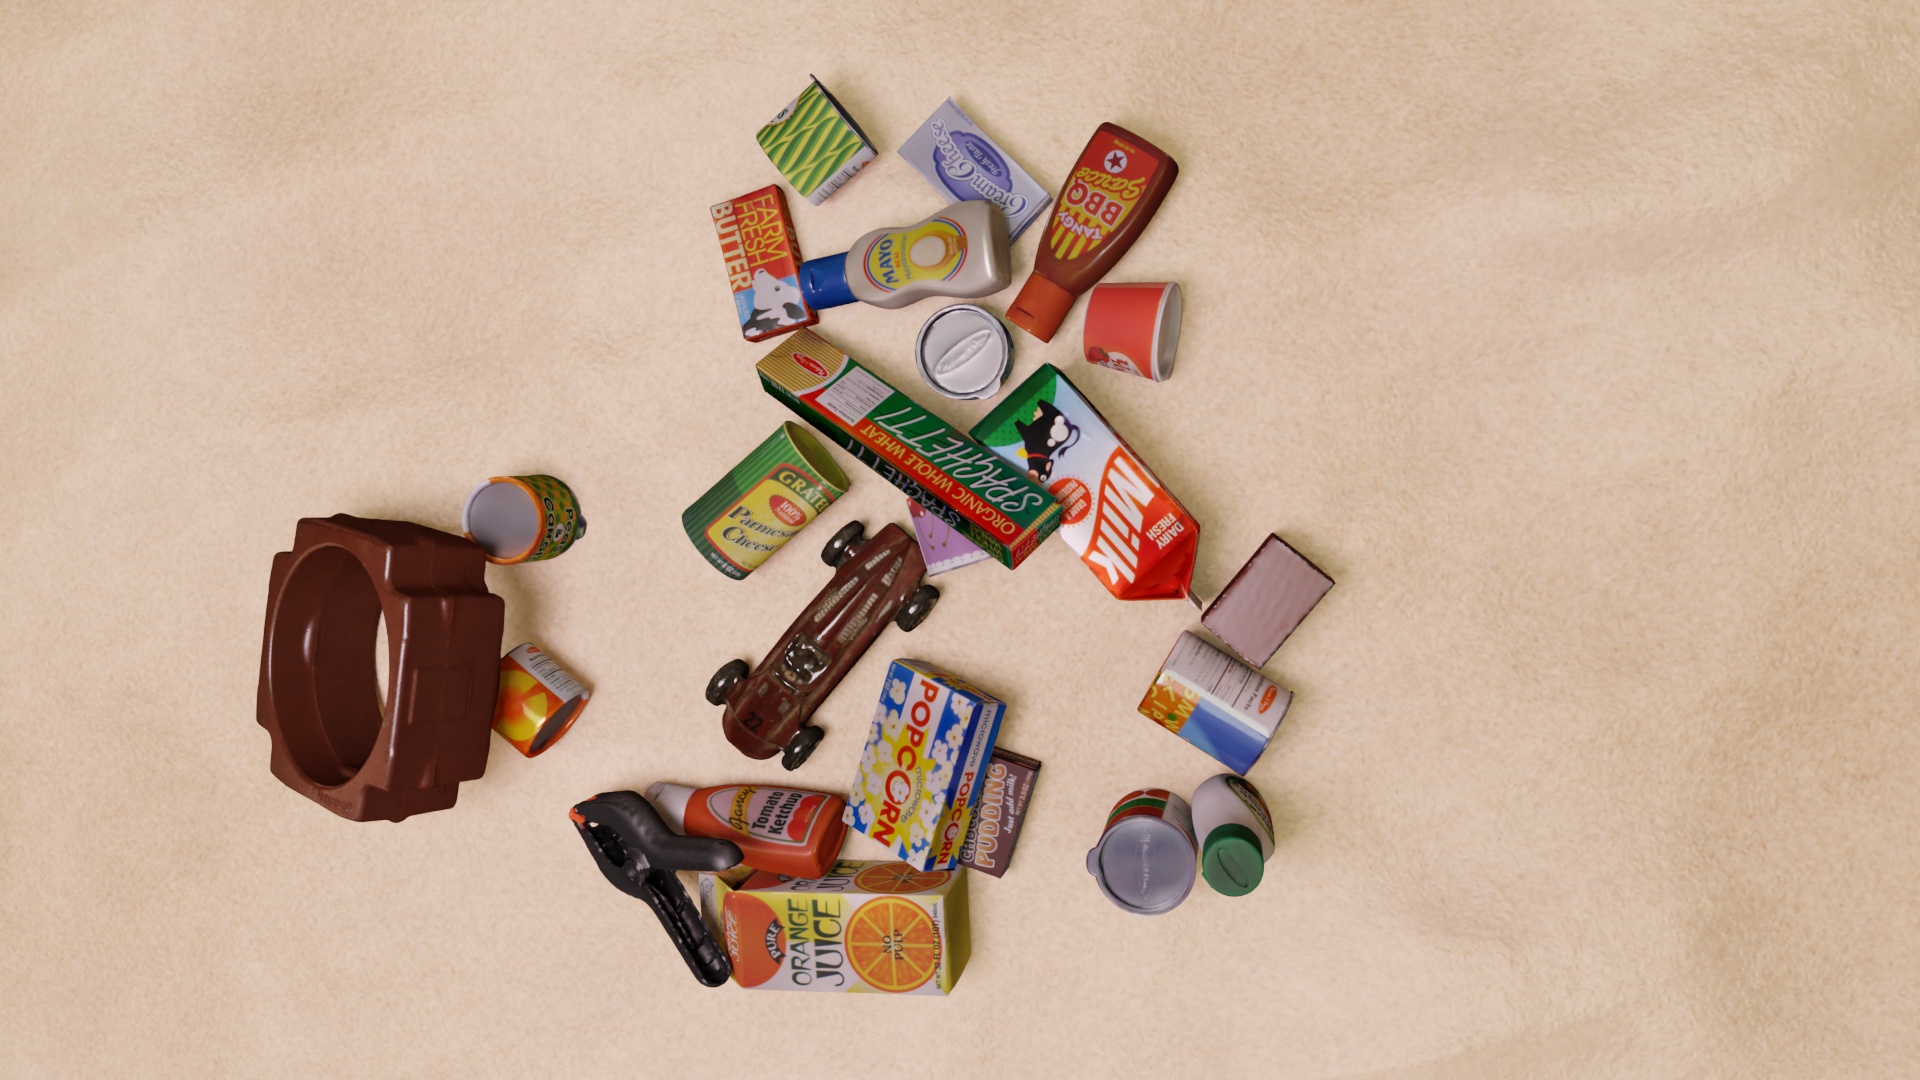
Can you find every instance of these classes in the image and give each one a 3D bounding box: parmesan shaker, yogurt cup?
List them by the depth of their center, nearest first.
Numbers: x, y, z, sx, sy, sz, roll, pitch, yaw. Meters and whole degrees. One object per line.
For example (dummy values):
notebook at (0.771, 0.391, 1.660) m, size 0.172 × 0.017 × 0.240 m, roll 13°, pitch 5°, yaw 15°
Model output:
yogurt cup at (0.116, -0.143, 0.936) m, size 0.054 × 0.072 × 0.072 m, roll 10°, pitch 95°, yaw 19°
parmesan shaker at (-0.138, -0.026, 0.991) m, size 0.103 × 0.071 × 0.071 m, roll -40°, pitch 85°, yaw 11°

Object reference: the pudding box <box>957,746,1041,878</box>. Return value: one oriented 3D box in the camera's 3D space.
pudding box at (0.021, 0.190, 0.985) m, size 0.050 × 0.030 × 0.083 m, roll 18°, pitch 96°, yaw 11°

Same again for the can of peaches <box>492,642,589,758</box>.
can of peaches at (-0.321, 0.121, 1.031) m, size 0.058 × 0.071 × 0.071 m, roll 37°, pitch 99°, yaw 7°

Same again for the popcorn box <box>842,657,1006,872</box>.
popcorn box at (-0.026, 0.156, 0.971) m, size 0.085 × 0.038 × 0.126 m, roll 22°, pitch 98°, yaw 39°

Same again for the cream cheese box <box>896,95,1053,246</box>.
cream cheese box at (0.011, -0.255, 0.971) m, size 0.104 × 0.024 × 0.053 m, roll 46°, pitch 101°, yaw 6°

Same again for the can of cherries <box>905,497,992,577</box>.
can of cherries at (0.003, -0.012, 0.961) m, size 0.071 × 0.071 × 0.058 m, roll -17°, pitch 88°, yaw 12°

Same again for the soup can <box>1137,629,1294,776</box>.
soup can at (0.170, 0.110, 0.936) m, size 0.084 × 0.071 × 0.071 m, roll 31°, pitch 98°, yaw 9°

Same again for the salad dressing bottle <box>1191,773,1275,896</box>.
salad dressing bottle at (0.176, 0.191, 0.894) m, size 0.044 × 0.148 × 0.064 m, roll -37°, pitch 86°, yaw 11°

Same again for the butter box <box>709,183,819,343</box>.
butter box at (-0.142, -0.200, 1.003) m, size 0.053 × 0.024 × 0.103 m, roll -15°, pitch 90°, yaw 12°

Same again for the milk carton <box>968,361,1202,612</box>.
milk carton at (0.099, -0.026, 0.939) m, size 0.073 × 0.072 × 0.190 m, roll -42°, pitch 85°, yaw 10°

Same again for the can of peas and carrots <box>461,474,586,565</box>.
can of peas and carrots at (-0.323, -0.015, 1.030) m, size 0.071 × 0.059 × 0.071 m, roll 1°, pitch 93°, yaw 12°

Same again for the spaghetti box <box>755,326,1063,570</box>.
spaghetti box at (-0.039, -0.066, 0.935) m, size 0.250 × 0.028 × 0.050 m, roll 36°, pitch 66°, yaw 28°

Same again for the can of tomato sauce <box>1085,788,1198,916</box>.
can of tomato sauce at (0.125, 0.209, 0.938) m, size 0.071 × 0.083 × 0.071 m, roll 1°, pitch 93°, yaw 11°

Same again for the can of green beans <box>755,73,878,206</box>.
can of green beans at (-0.100, -0.277, 0.971) m, size 0.057 × 0.071 × 0.071 m, roll -38°, pitch 85°, yaw 11°

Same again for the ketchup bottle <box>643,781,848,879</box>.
ketchup bottle at (-0.159, 0.204, 1.008) m, size 0.149 × 0.065 × 0.043 m, roll 5°, pitch 127°, yaw 19°

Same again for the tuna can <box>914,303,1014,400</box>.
tuna can at (0.005, -0.129, 0.973) m, size 0.071 × 0.033 × 0.071 m, roll 1°, pitch 93°, yaw 11°

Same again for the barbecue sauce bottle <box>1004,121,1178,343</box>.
barbecue sauce bottle at (0.084, -0.206, 0.948) m, size 0.065 × 0.044 × 0.148 m, roll 36°, pitch 99°, yaw 22°

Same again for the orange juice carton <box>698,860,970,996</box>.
orange juice carton at (-0.094, 0.273, 0.990) m, size 0.193 × 0.073 × 0.071 m, roll -2°, pitch 95°, yaw 12°

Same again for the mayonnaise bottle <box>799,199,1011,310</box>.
mayonnaise bottle at (-0.040, -0.190, 0.962) m, size 0.148 × 0.041 × 0.064 m, roll -8°, pitch 88°, yaw 23°
